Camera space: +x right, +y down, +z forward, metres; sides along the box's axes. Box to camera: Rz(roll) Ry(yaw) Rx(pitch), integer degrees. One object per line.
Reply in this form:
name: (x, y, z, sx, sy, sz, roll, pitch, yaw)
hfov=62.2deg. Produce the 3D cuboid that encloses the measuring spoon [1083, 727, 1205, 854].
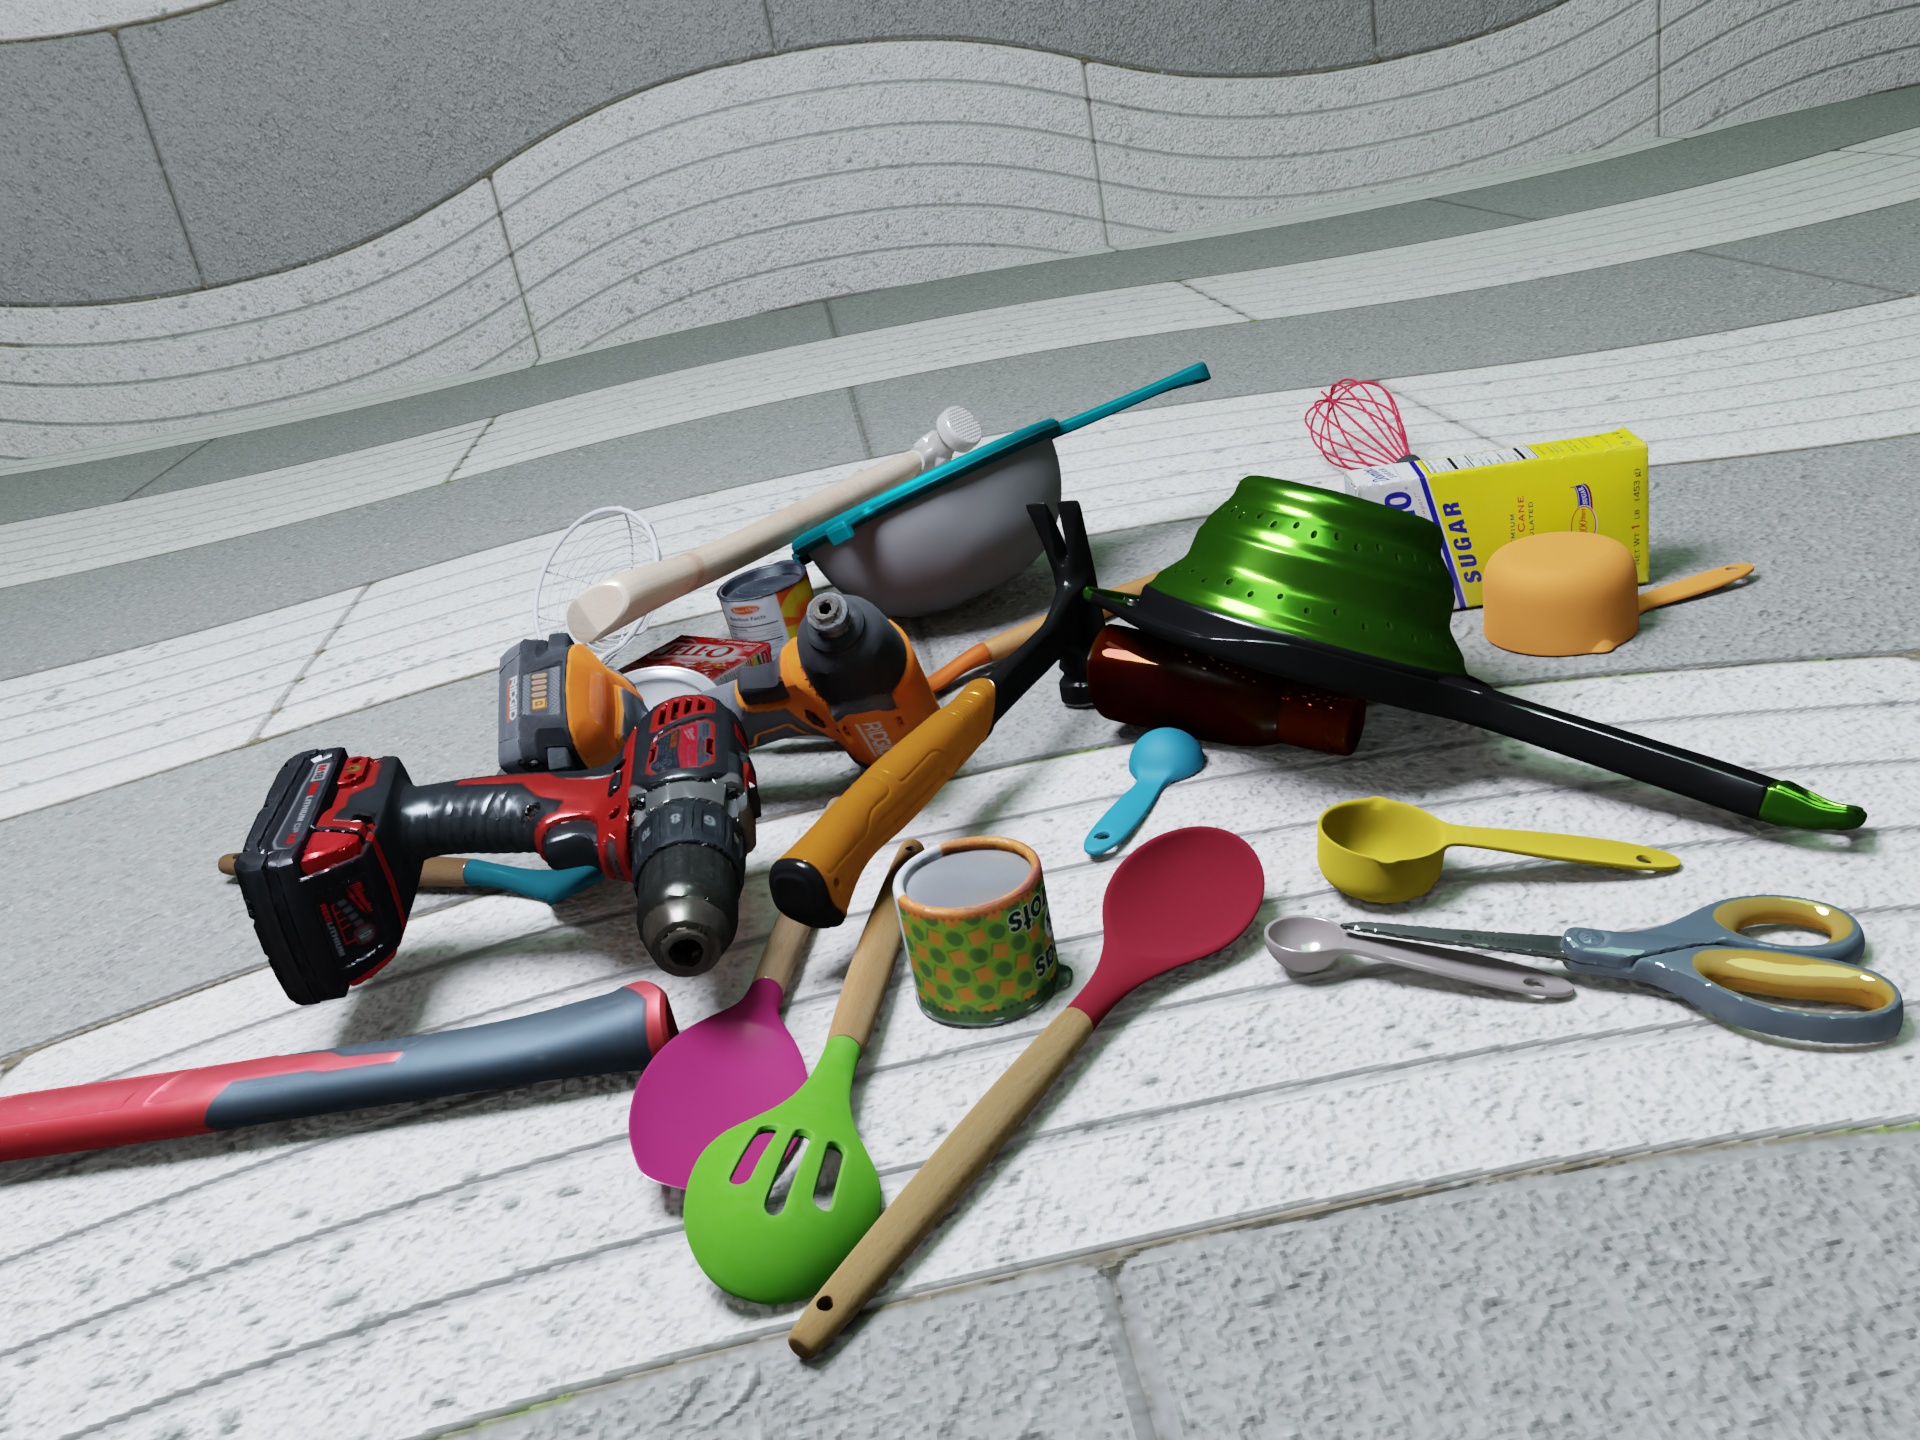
measuring spoon: (0.092, 0.033, 0.836, 0.042, 0.021, 0.128, 2, 25, 28)

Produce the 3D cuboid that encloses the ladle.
ladle: (0.034, 0.134, 0.628, 0.069, 0.031, 0.315, 15, 35, 31)

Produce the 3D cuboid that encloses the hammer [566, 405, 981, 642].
hammer: (-0.143, -0.139, 1.209, 0.146, 0.038, 0.410, -36, -1, 43)

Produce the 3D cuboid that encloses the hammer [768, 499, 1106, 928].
hammer: (-0.001, -0.003, 0.834, 0.034, 0.127, 0.337, 1, 27, 29)

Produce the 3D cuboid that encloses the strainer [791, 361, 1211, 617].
strainer: (0.048, -0.158, 1.157, 0.340, 0.095, 0.211, -25, 6, -12)

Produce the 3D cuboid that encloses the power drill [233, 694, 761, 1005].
power drill: (-0.204, 0.065, 0.735, 0.226, 0.080, 0.188, -10, 30, -3)

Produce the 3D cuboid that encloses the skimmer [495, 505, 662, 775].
skimmer: (-0.285, -0.044, 1.094, 0.127, 0.090, 0.363, -33, 19, 18)

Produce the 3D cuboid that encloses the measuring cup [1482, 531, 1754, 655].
measuring cup: (0.394, -0.090, 0.946, 0.173, 0.052, 0.095, -16, 24, -7)

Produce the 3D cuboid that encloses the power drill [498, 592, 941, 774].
power drill: (-0.133, -0.012, 0.875, 0.226, 0.164, 0.084, -9, 66, 6)

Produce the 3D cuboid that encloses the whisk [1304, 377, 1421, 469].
whisk: (0.338, -0.201, 1.231, 0.073, 0.073, 0.296, -12, 30, -3)

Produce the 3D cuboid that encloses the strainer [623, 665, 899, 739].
strainer: (-0.123, 0.004, 0.979, 0.258, 0.050, 0.087, 1, 45, 13)

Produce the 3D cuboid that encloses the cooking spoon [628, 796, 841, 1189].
cooking spoon: (-0.084, 0.112, 0.737, 0.069, 0.017, 0.319, 12, 25, 2)

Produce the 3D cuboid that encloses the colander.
colander: (0.250, -0.049, 0.798, 0.397, 0.094, 0.204, 23, 12, 38)

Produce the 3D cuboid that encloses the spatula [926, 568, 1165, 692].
spatula: (0.033, -0.061, 1.056, 0.322, 0.041, 0.081, -23, 9, -30)

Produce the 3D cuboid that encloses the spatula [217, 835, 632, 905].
spatula: (-0.295, 0.074, 0.885, 0.317, 0.044, 0.082, -1, 30, 22)

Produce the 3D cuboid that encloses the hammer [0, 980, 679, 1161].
hammer: (-0.312, 0.170, 0.682, 0.386, 0.038, 0.143, -9, 24, 4)

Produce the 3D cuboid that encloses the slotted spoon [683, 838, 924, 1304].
slotted spoon: (-0.047, 0.125, 0.678, 0.070, 0.031, 0.314, 14, 24, 3)

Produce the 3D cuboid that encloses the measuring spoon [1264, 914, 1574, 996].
measuring spoon: (0.186, 0.103, 0.653, 0.124, 0.018, 0.034, 9, 22, 25)

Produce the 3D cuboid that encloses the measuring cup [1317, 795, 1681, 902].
measuring cup: (0.238, 0.065, 0.711, 0.156, 0.029, 0.062, 6, 26, 8)
